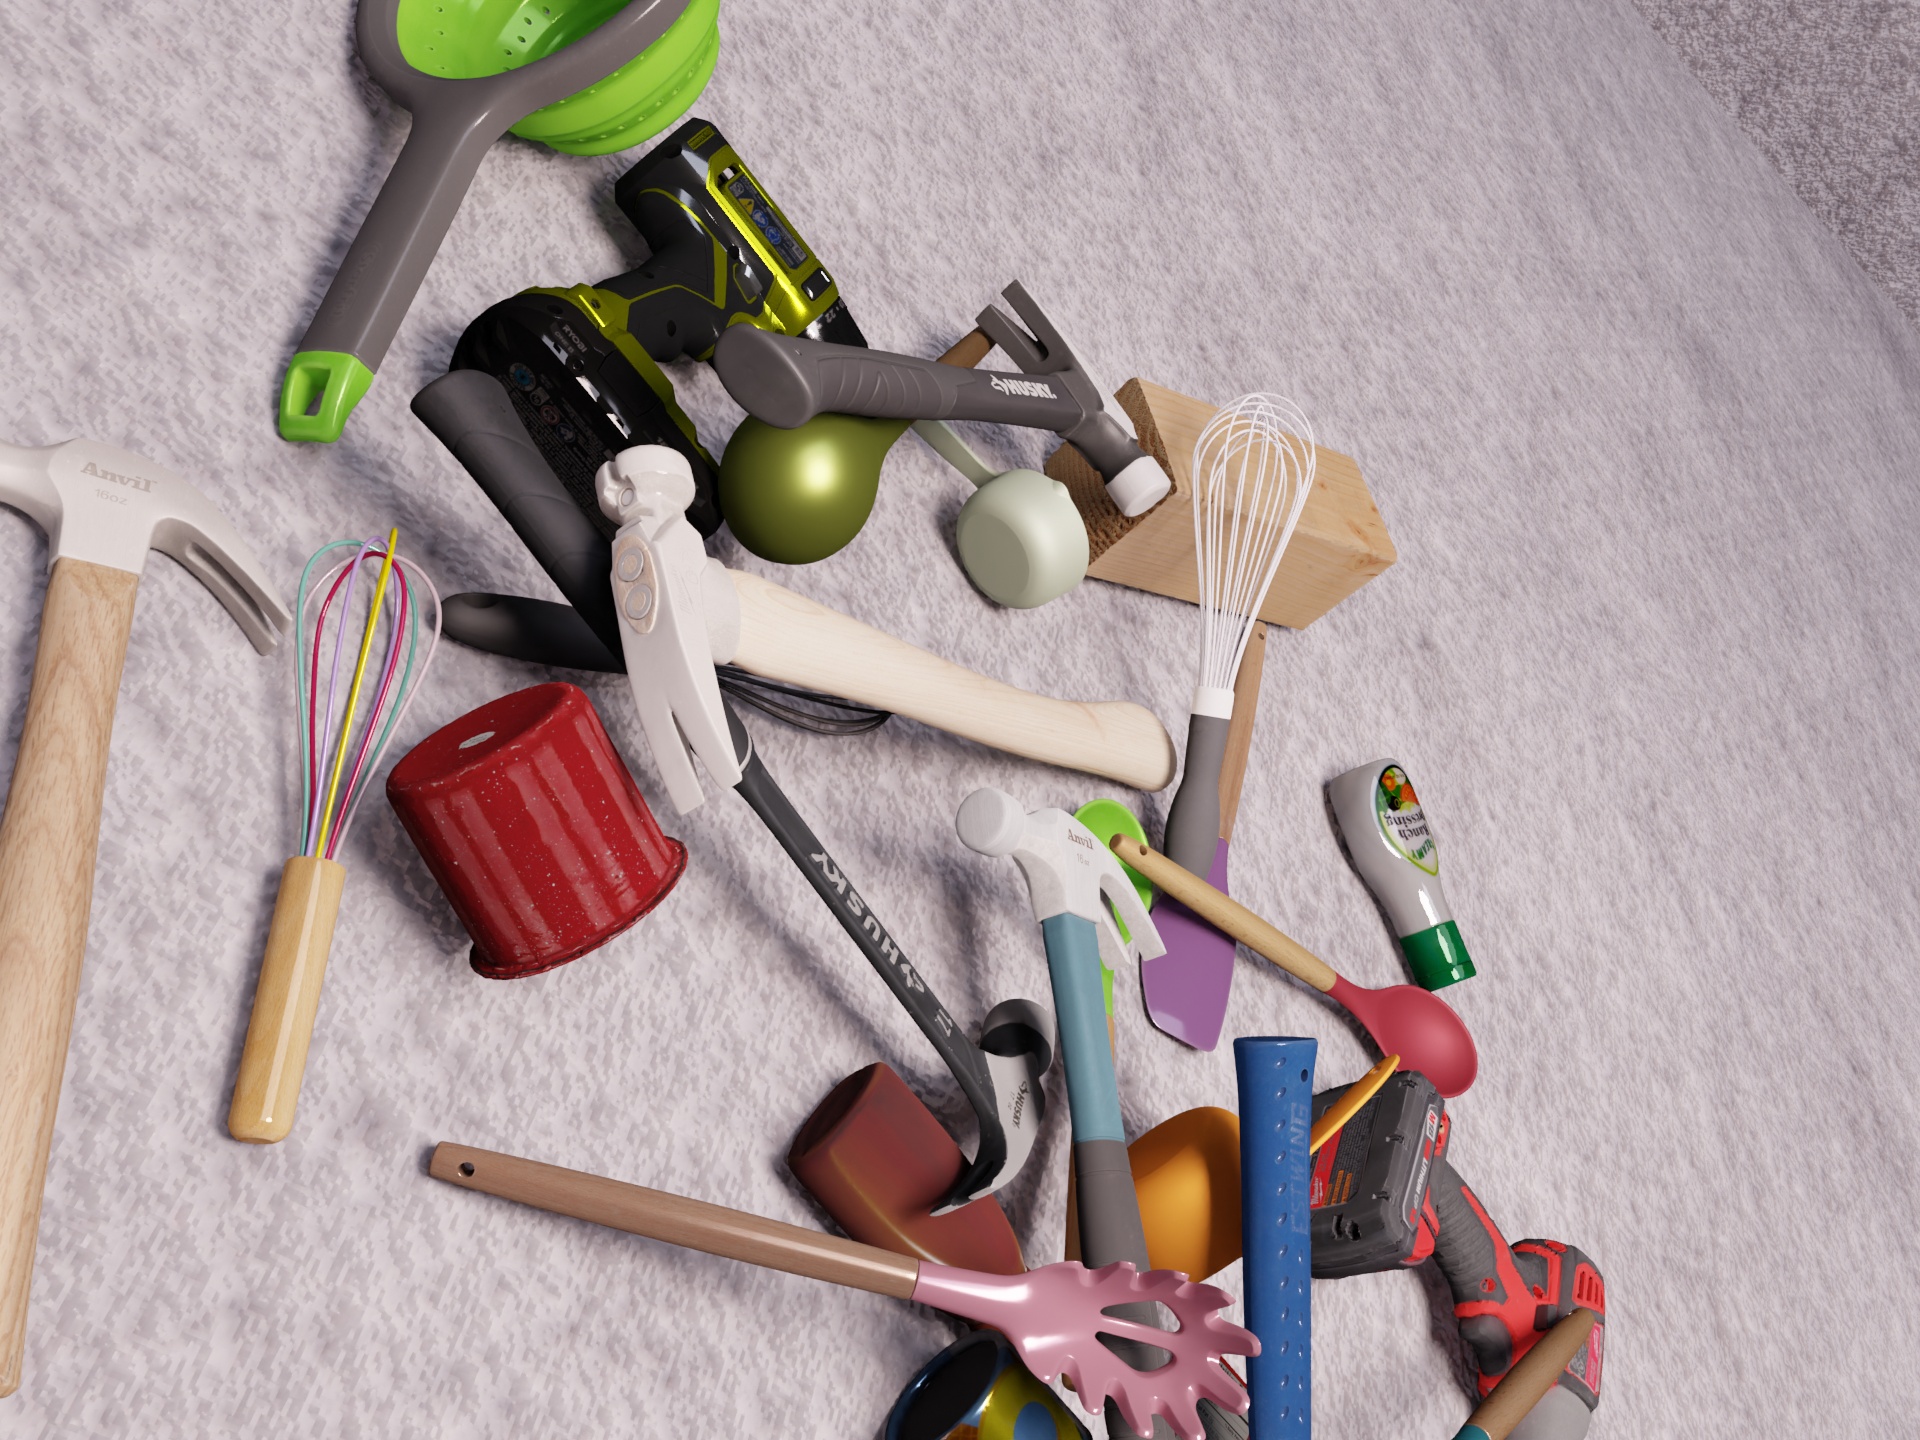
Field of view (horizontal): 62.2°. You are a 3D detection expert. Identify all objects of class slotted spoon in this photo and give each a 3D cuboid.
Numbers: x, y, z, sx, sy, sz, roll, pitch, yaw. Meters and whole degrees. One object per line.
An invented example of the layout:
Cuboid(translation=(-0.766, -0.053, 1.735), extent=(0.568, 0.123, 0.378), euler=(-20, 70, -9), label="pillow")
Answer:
Cuboid(translation=(0.064, 0.166, 0.772), extent=(0.070, 0.031, 0.314), euler=(37, 39, -27), label="slotted spoon")

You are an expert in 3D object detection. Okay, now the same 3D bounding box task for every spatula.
Cuboid(translation=(0.250, 0.337, 0.738), extent=(0.317, 0.082, 0.044), euler=(-1, 64, -54), label="spatula")
Cuboid(translation=(0.155, 0.053, 0.951), extent=(0.059, 0.018, 0.316), euler=(30, 50, -13), label="spatula")

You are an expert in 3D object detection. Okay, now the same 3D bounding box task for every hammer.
Cuboid(translation=(0.134, 0.342, 0.678), extent=(0.144, 0.035, 0.405), euler=(6, 80, -37), label="hammer")
Cuboid(translation=(-0.087, 0.031, 0.663), extent=(0.408, 0.036, 0.149), euler=(54, 19, -14), label="hammer")
Cuboid(translation=(-0.001, -0.002, 0.753), extent=(0.410, 0.038, 0.146), euler=(17, 50, -53), label="hammer")
Cuboid(translation=(0.061, 0.197, 0.686), extent=(0.128, 0.033, 0.331), euler=(26, 50, -49), label="hammer")
Cuboid(translation=(-0.306, 0.050, 0.536), extent=(0.130, 0.031, 0.332), euler=(14, 59, -35), label="hammer")
Cuboid(translation=(-0.007, -0.165, 0.776), extent=(0.146, 0.035, 0.334), euler=(57, 29, 11), label="hammer")

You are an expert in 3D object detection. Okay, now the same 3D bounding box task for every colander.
Cuboid(translation=(-0.210, -0.280, 0.764), extent=(0.094, 0.204, 0.397), euler=(53, 48, -57), label="colander")

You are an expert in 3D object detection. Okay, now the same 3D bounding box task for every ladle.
Cuboid(translation=(0.194, 0.139, 0.910), extent=(0.315, 0.031, 0.069), euler=(34, 48, -30), label="ladle")
Cuboid(translation=(-0.036, -0.165, 0.829), extent=(0.320, 0.062, 0.078), euler=(-58, 143, -58), label="ladle")

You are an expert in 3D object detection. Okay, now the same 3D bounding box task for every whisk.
Cuboid(translation=(-0.122, -0.030, 0.736), extent=(0.238, 0.055, 0.055), euler=(10, 61, -33), label="whisk")
Cuboid(translation=(0.145, -0.042, 0.886), extent=(0.070, 0.070, 0.284), euler=(8, 92, -38), label="whisk")
Cuboid(translation=(-0.238, 0.033, 0.596), extent=(0.051, 0.047, 0.245), euler=(32, 51, -46), label="whisk")

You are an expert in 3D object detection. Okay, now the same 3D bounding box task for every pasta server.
Cuboid(translation=(-0.043, 0.205, 0.597), extent=(0.316, 0.040, 0.060), euler=(17, 79, -7), label="pasta server")

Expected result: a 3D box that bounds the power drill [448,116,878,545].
Cuboid(translation=(-0.127, -0.175, 0.790), extent=(0.190, 0.080, 0.229), euler=(51, 41, -20), label="power drill")

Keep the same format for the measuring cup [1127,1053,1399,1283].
Cuboid(translation=(0.139, 0.201, 0.772), extent=(0.173, 0.095, 0.052), euler=(-37, 91, -16), label="measuring cup")

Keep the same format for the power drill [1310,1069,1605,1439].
Cuboid(translation=(0.272, 0.309, 0.870), extent=(0.219, 0.078, 0.143), euler=(46, 44, -16), label="power drill")

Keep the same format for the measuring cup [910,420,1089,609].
Cuboid(translation=(0.001, -0.130, 0.895), extent=(0.168, 0.083, 0.038), euler=(46, 54, 11), label="measuring cup")
